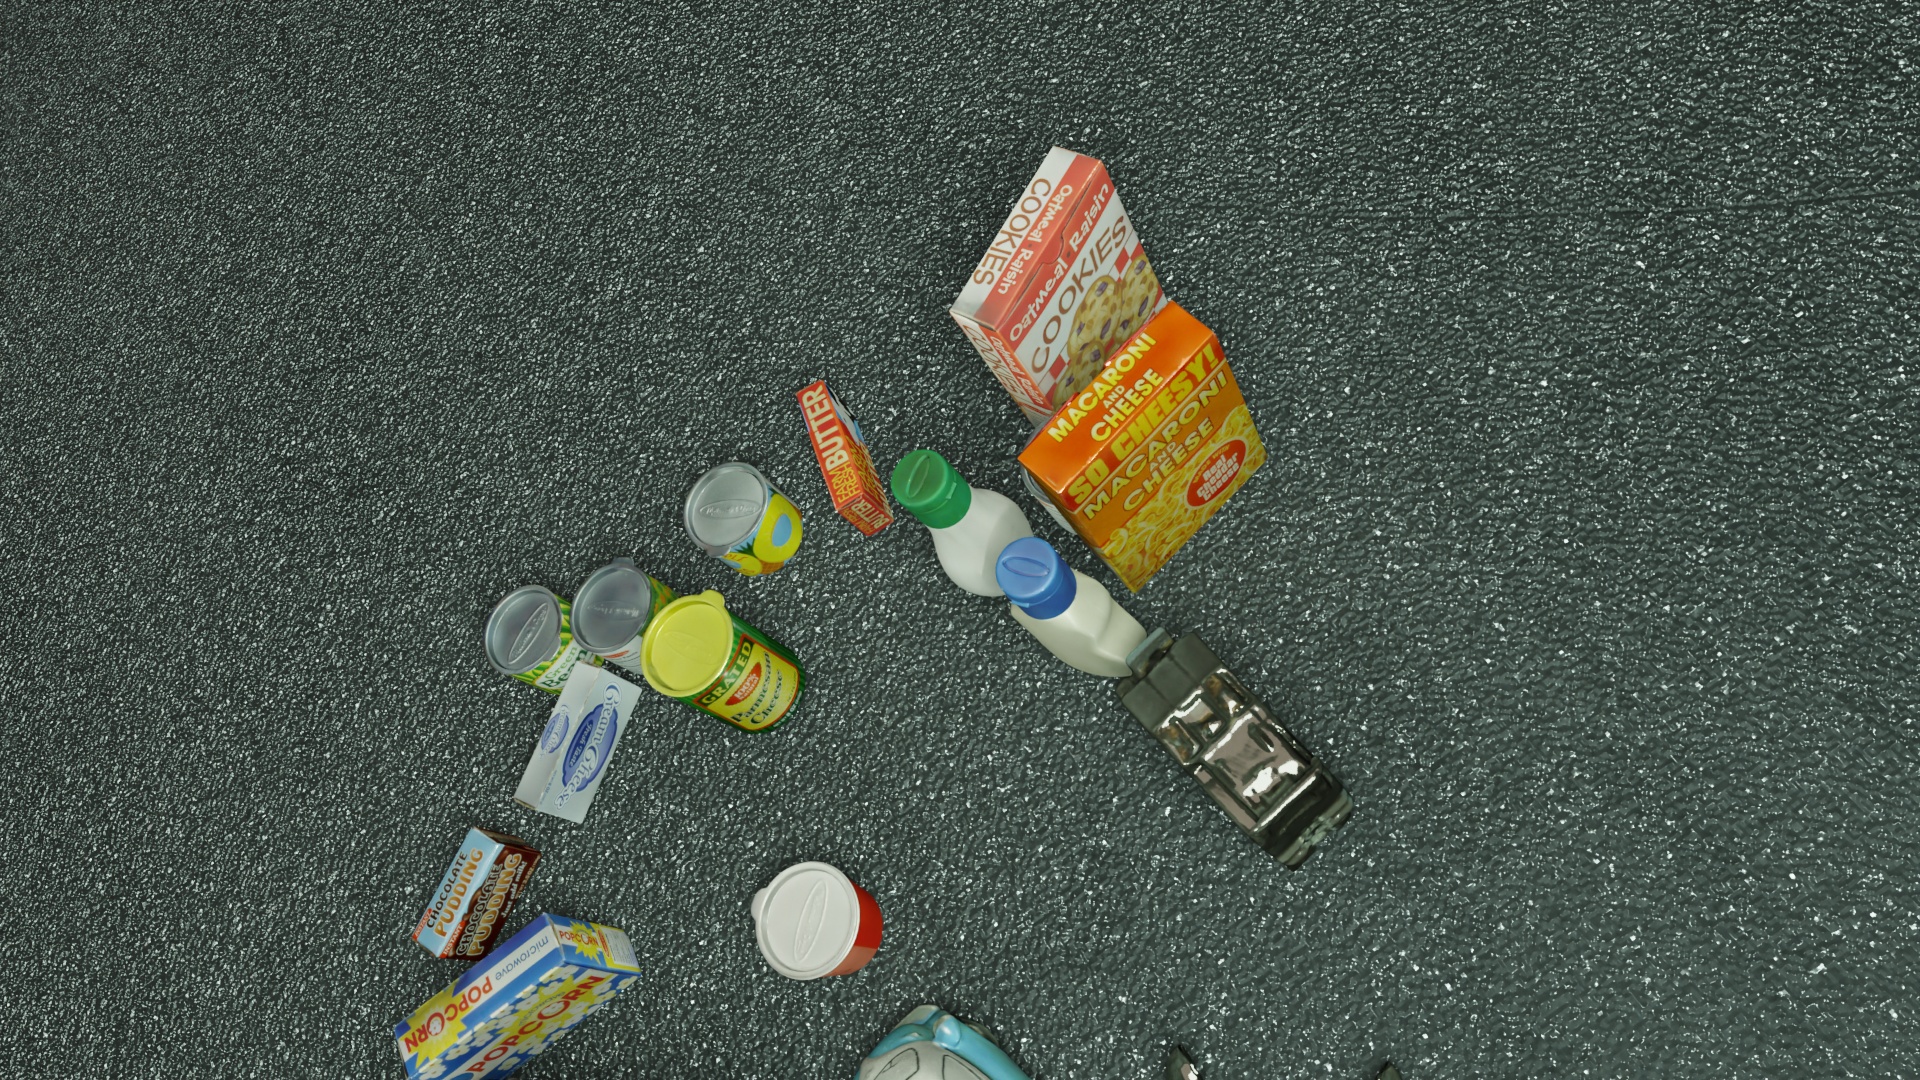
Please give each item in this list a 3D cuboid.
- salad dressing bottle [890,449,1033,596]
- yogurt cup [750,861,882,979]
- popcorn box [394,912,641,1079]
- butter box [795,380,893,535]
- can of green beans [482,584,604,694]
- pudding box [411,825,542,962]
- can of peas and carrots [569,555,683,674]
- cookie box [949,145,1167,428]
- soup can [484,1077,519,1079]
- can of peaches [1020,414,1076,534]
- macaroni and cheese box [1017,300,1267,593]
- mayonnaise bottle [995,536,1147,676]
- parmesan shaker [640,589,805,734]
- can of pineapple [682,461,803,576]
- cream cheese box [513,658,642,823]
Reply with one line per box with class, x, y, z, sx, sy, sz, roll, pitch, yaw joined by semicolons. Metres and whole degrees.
salad dressing bottle;0.003;-0.011;0.857;0.044;0.147;0.064;17;76;28
yogurt cup;-0.082;0.233;0.843;0.072;0.054;0.072;-8;66;19
popcorn box;-0.279;0.292;0.881;0.126;0.085;0.038;-37;60;4
butter box;-0.080;-0.057;0.967;0.024;0.053;0.104;-27;61;10
can of green beans;-0.298;0.073;0.998;0.071;0.057;0.071;-8;66;19
pudding box;-0.328;0.241;0.944;0.030;0.049;0.084;21;78;28
can of peas and carrots;-0.230;0.054;0.978;0.071;0.058;0.071;-8;66;19
cookie box;0.068;-0.148;0.877;0.040;0.167;0.123;26;80;29
soup can;-0.262;0.362;0.845;0.071;0.083;0.071;-8;66;19
can of peaches;0.081;-0.044;0.891;0.071;0.058;0.071;-8;66;19
macaroni and cheese box;0.111;-0.049;0.818;0.124;0.166;0.040;-46;59;-1
mayonnaise bottle;0.062;0.040;0.811;0.065;0.147;0.041;13;74;27
parmesan shaker;-0.151;0.081;0.908;0.071;0.103;0.071;-8;66;19
can of pineapple;-0.152;-0.012;0.975;0.071;0.057;0.071;-8;66;19
cream cheese box;-0.263;0.139;0.958;0.024;0.053;0.104;15;75;27
